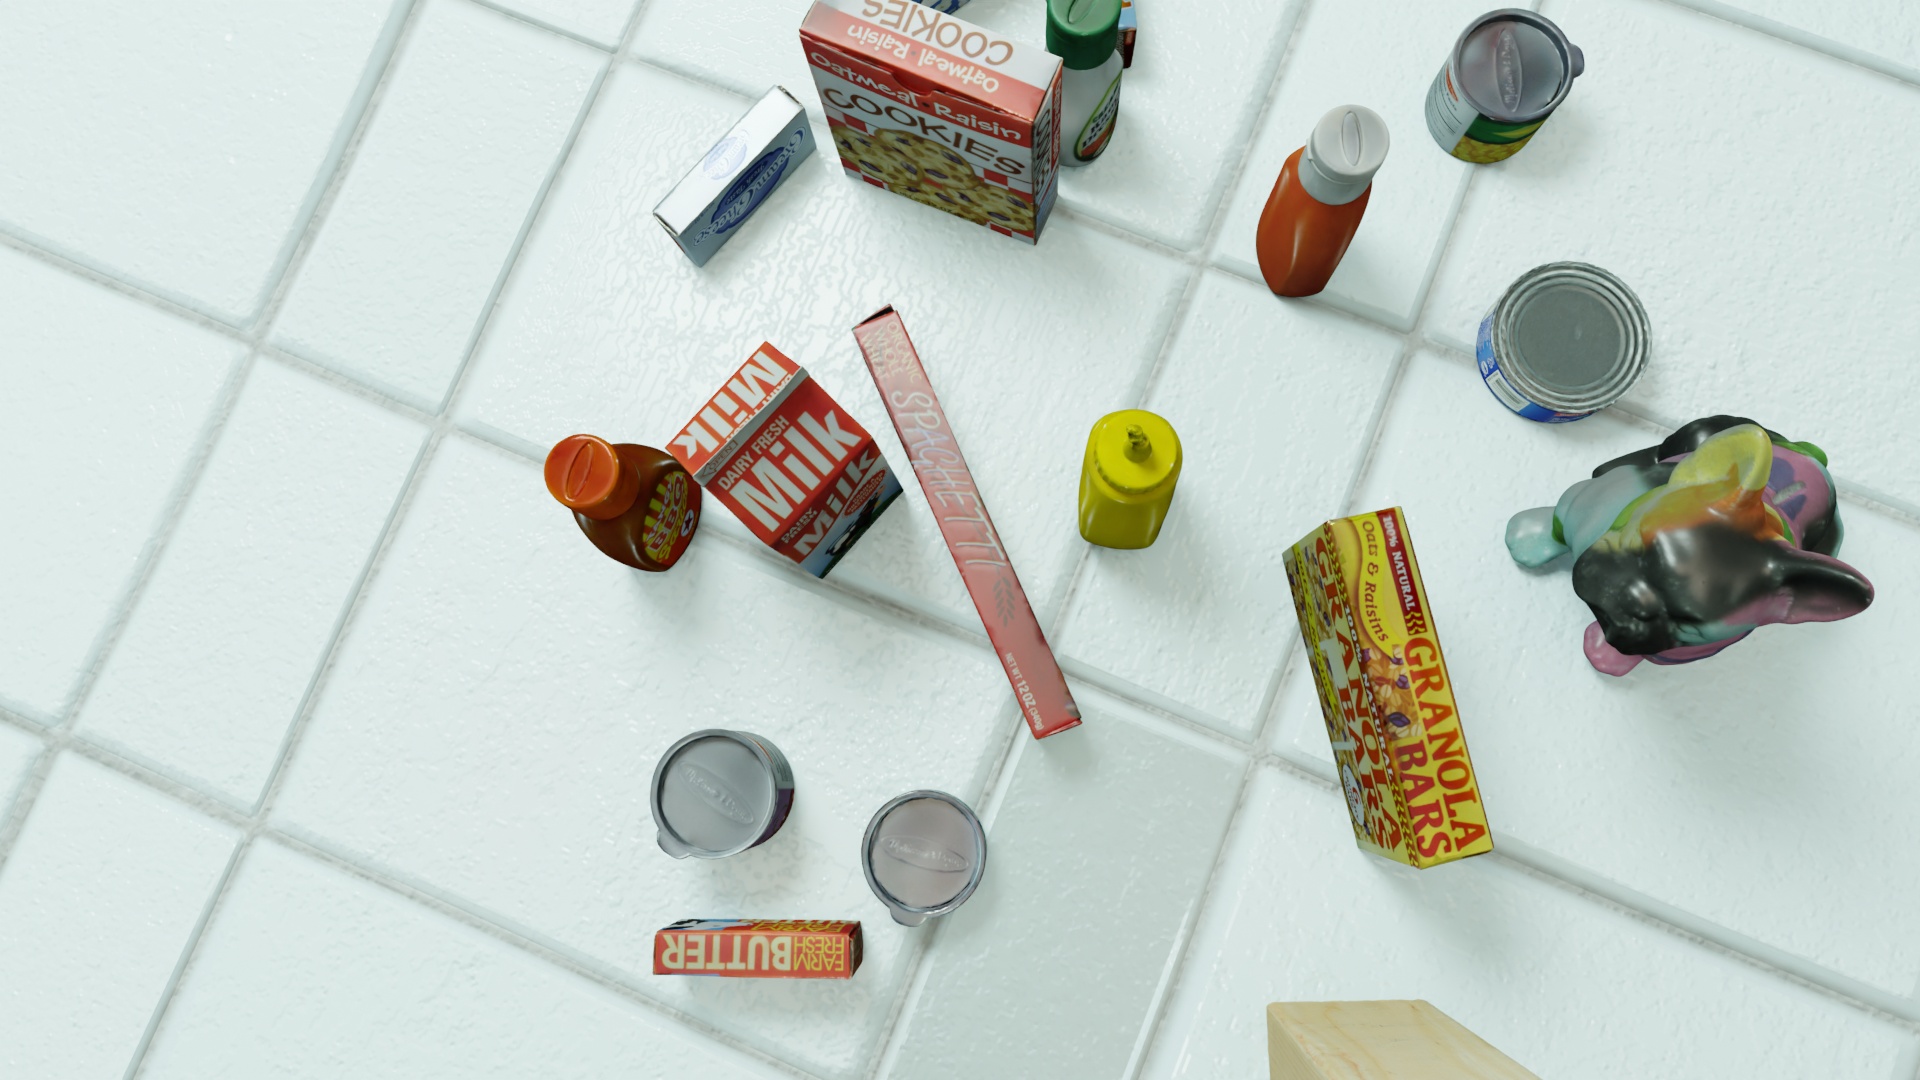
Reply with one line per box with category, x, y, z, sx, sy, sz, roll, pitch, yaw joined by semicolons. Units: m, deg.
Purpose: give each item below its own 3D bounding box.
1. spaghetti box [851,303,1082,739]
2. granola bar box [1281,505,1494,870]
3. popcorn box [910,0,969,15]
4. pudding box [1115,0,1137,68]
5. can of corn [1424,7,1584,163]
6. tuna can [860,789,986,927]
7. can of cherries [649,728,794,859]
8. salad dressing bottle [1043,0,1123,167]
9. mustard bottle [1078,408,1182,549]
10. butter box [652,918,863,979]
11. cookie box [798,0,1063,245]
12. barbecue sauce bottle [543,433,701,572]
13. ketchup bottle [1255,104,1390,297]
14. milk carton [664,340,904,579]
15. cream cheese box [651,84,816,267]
spaghetti box;0.003;-0.010;0.761;0.029;0.050;0.250;-24;81;-1
granola bar box;0.211;0.074;0.700;0.039;0.124;0.165;-13;81;1
popcorn box;0.008;-0.355;0.796;0.127;0.085;0.038;-37;82;-3
pudding box;0.081;-0.322;0.805;0.030;0.049;0.084;-7;81;2
can of corn;0.303;-0.254;0.780;0.071;0.058;0.071;0;81;3
tuna can;-0.019;0.169;0.743;0.071;0.033;0.071;0;81;3
can of cherries;-0.128;0.136;0.740;0.071;0.058;0.071;0;81;3
salad dressing bottle;0.063;-0.251;0.746;0.044;0.147;0.064;32;85;7
mustard bottle;0.086;-0.034;0.705;0.049;0.160;0.065;6;82;4
butter box;-0.104;0.214;0.730;0.103;0.053;0.024;0;82;3
cookie box;-0.010;-0.221;0.735;0.123;0.167;0.040;22;84;6
barbecue sauce bottle;-0.174;-0.023;0.722;0.044;0.148;0.065;17;83;5
ketchup bottle;0.188;-0.179;0.728;0.043;0.148;0.065;-3;82;3
milk carton;-0.087;-0.039;0.698;0.073;0.190;0.072;42;86;8
cream cheese box;-0.128;-0.208;0.796;0.024;0.053;0.104;42;85;8
